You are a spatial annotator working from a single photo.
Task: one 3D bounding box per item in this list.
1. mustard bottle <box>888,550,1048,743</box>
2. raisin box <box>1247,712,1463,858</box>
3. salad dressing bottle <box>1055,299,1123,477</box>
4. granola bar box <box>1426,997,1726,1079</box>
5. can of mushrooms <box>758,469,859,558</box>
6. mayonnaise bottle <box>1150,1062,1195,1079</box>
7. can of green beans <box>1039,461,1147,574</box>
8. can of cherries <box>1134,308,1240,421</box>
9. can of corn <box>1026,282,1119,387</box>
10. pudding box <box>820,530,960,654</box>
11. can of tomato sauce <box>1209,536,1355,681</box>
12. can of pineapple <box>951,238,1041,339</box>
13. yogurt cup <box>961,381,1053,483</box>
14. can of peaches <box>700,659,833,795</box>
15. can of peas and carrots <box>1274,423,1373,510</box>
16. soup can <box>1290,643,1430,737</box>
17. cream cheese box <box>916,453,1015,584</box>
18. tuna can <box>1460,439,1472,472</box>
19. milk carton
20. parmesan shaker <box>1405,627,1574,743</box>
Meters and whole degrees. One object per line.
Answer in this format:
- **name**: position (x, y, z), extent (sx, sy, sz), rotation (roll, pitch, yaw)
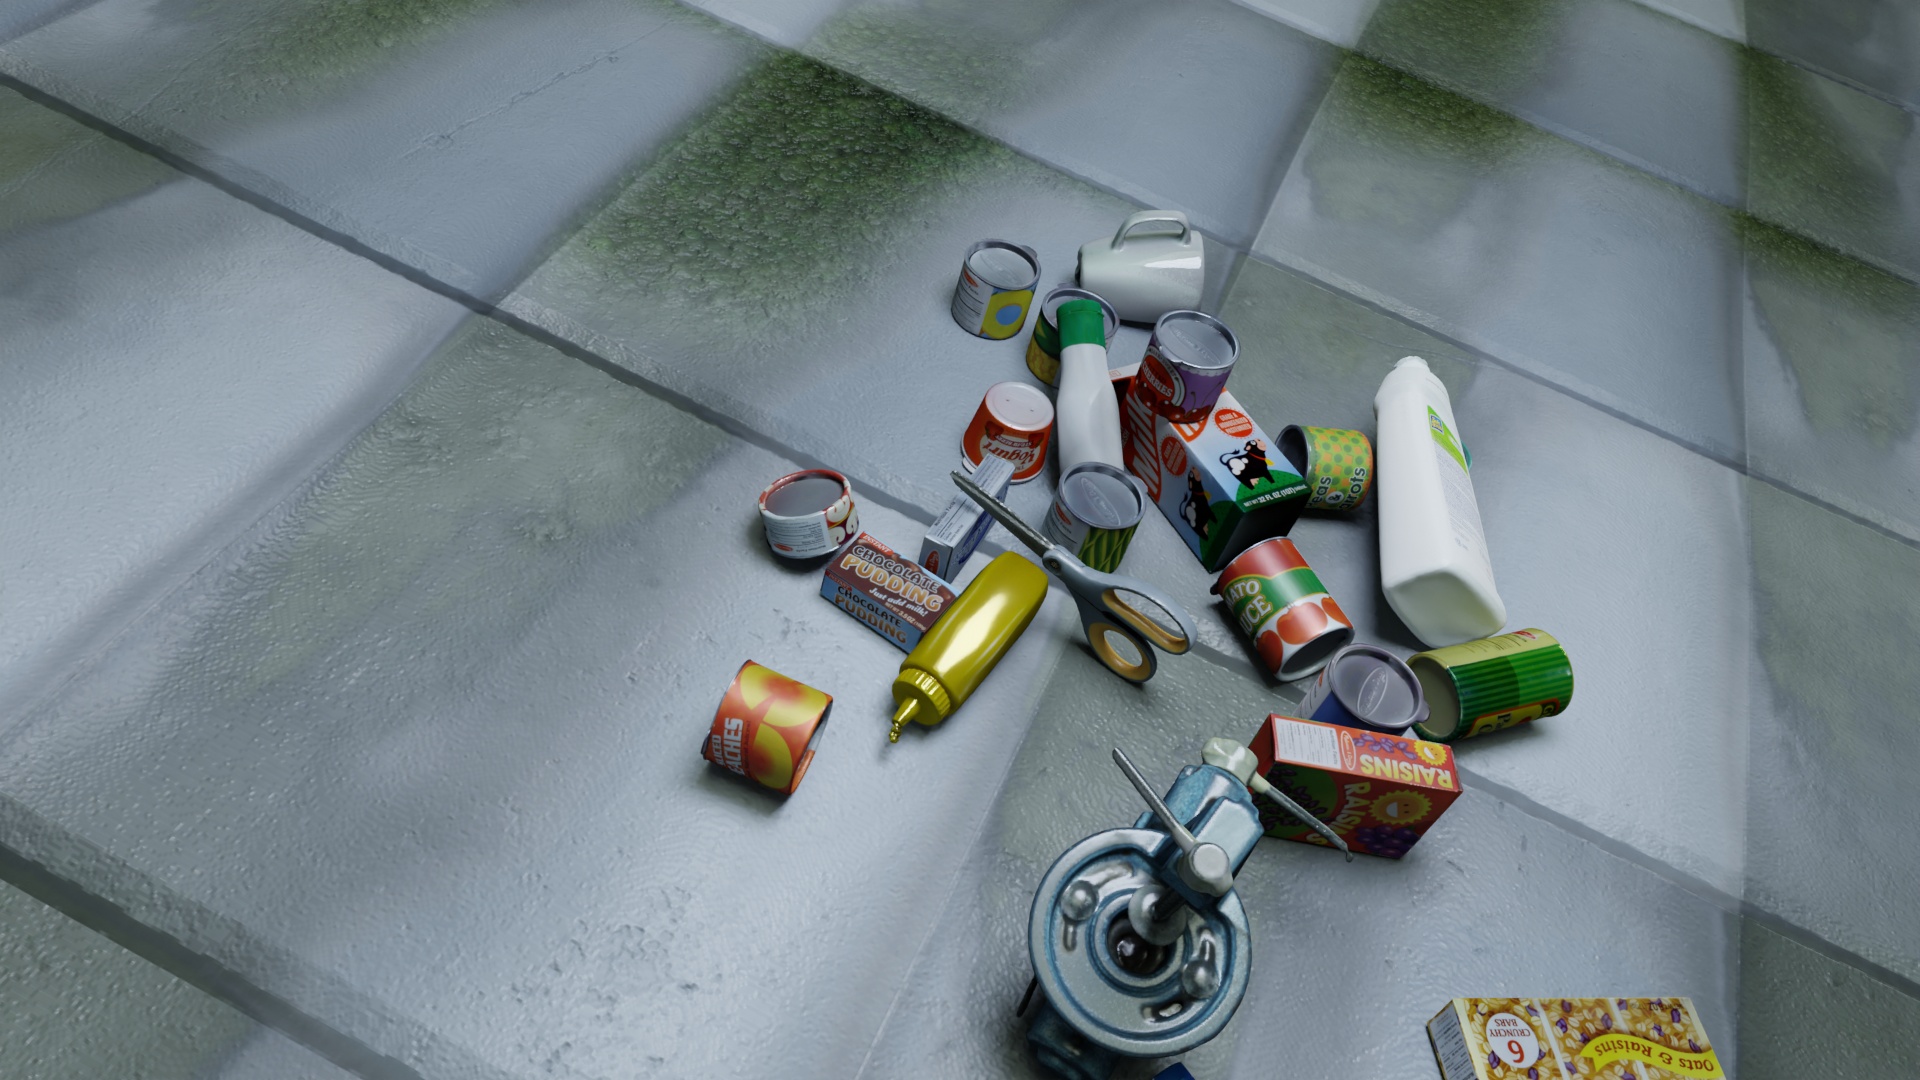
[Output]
- **mustard bottle**: position (-0.002, 0.074, 0.914), extent (0.049, 0.065, 0.161), rotation (36, 53, 10)
- **raisin box**: position (0.244, 0.159, 0.895), extent (0.123, 0.085, 0.040), rotation (11, 46, -7)
- **salad dressing bottle**: position (0.097, -0.112, 1.079), extent (0.064, 0.044, 0.148), rotation (19, 64, -55)
- **granola bar box**: position (0.371, 0.333, 0.810), extent (0.166, 0.038, 0.125), rotation (4, 48, -13)
- **can of mushrooms**: position (-0.106, -0.021, 0.970), extent (0.071, 0.033, 0.071), rotation (-8, 34, 5)
- **mayonnaise bottle**: position (0.148, 0.349, 0.731), extent (0.065, 0.041, 0.148), rotation (-19, 56, -31)
- **can of green beans**: position (0.097, -0.015, 1.024), extent (0.071, 0.057, 0.071), rotation (8, 48, -9)
- **can of cherries**: position (0.168, -0.131, 1.047), extent (0.071, 0.058, 0.072), rotation (8, 49, -9)
- **can of corn**: position (0.092, -0.170, 1.158), extent (0.071, 0.058, 0.071), rotation (8, 48, -9)
- **pudding box**: position (-0.048, 0.036, 0.955), extent (0.084, 0.030, 0.050), rotation (33, 48, 13)
- **can of tomato sauce**: position (0.232, 0.051, 1.001), extent (0.071, 0.070, 0.083), rotation (-13, 55, -26)
- **can of pineapple**: position (0.031, -0.214, 1.179), extent (0.071, 0.057, 0.071), rotation (8, 48, -10)
- **yogurt cup**: position (0.039, -0.086, 1.072), extent (0.072, 0.053, 0.073), rotation (9, 47, -10)
- **can of peaches**: position (-0.116, 0.115, 0.841), extent (0.058, 0.070, 0.071), rotation (23, 47, 3)
- **can of peas and carrots**: position (0.289, -0.056, 1.111), extent (0.059, 0.070, 0.071), rotation (4, 49, -14)
- **soup can**: position (0.265, 0.122, 0.935), extent (0.071, 0.083, 0.072), rotation (8, 48, -9)
- **cream cheese box**: position (0.004, -0.013, 0.997), extent (0.024, 0.053, 0.104), rotation (27, 48, 10)
- **tuna can**: position (0.397, -0.067, 1.175), extent (0.071, 0.032, 0.071), rotation (8, 48, -9)
- **milk carton**: position (0.181, -0.074, 1.090), extent (0.072, 0.073, 0.191), rotation (-16, 55, -27)
- **parmesan shaker**: position (0.375, 0.104, 0.998), extent (0.103, 0.071, 0.071), rotation (-9, 53, -22)
